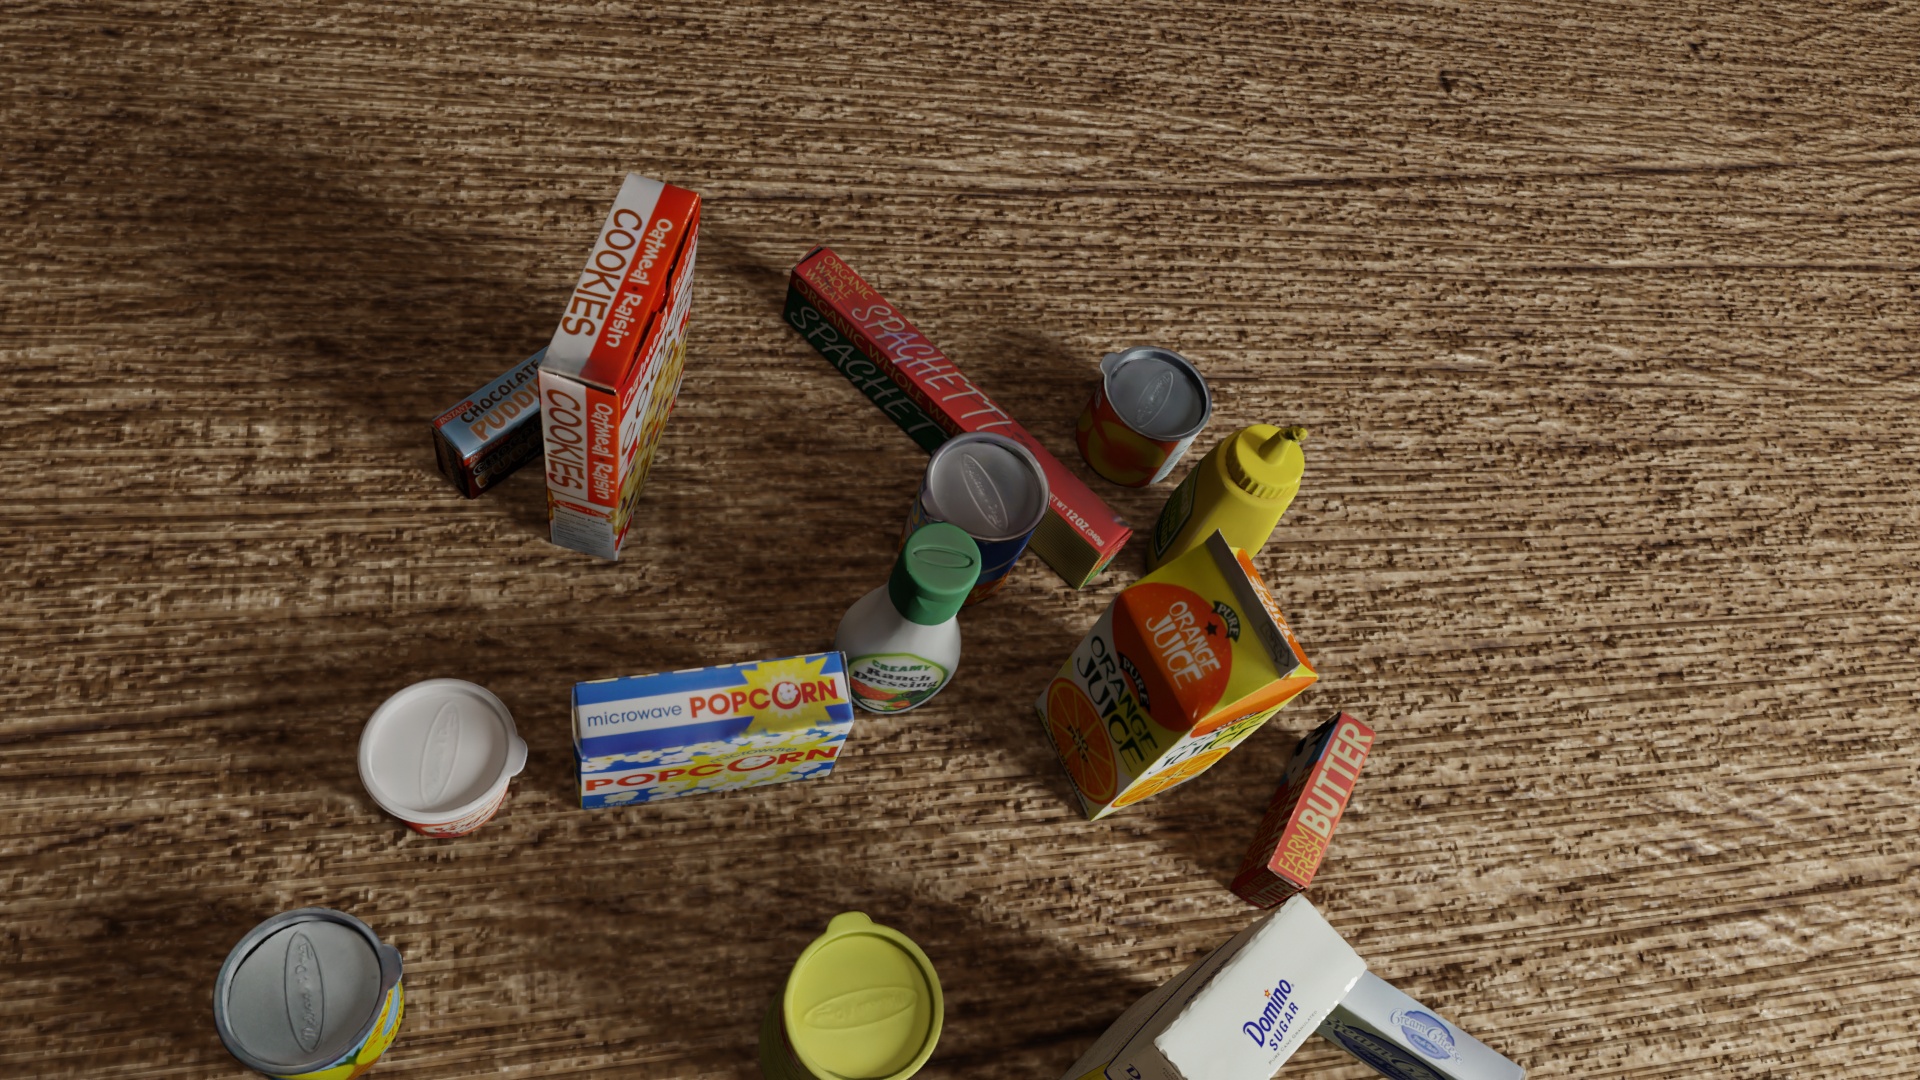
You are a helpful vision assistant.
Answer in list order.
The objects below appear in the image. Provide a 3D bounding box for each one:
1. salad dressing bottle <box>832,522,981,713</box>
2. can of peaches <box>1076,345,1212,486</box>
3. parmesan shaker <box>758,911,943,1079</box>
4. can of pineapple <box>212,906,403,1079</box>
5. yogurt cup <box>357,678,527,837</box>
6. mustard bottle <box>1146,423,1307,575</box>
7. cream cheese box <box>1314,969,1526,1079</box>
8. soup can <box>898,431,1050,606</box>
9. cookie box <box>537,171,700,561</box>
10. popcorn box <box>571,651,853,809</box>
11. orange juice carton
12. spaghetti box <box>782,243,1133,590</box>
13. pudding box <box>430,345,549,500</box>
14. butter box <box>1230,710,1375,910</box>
[{"bbox_3d":[-0.025,0.040,0.681,0.064,0.147,0.044,9,61,-10],"label":"salad dressing bottle"},{"bbox_3d":[0.106,-0.075,0.830,0.071,0.057,0.071,6,61,-11],"label":"can of peaches"},{"bbox_3d":[-0.051,0.210,0.609,0.071,0.102,0.071,6,61,-11],"label":"parmesan shaker"},{"bbox_3d":[-0.271,0.194,0.586,0.071,0.057,0.071,6,61,-11],"label":"can of pineapple"},{"bbox_3d":[-0.240,0.105,0.645,0.072,0.053,0.073,6,61,-11],"label":"yogurt cup"},{"bbox_3d":[0.148,-0.023,0.753,0.049,0.159,0.065,18,60,-5],"label":"mustard bottle"},{"bbox_3d":[0.218,0.247,0.688,0.104,0.053,0.024,32,60,3],"label":"cream cheese box"},{"bbox_3d":[0.003,-0.009,0.752,0.071,0.083,0.071,6,61,-11],"label":"soup can"},{"bbox_3d":[-0.170,-0.082,0.697,0.040,0.166,0.123,16,60,-6],"label":"cookie box"},{"bbox_3d":[-0.120,0.092,0.665,0.127,0.084,0.038,-6,64,-17],"label":"popcorn box"},{"bbox_3d":[0.106,0.066,0.675,0.073,0.191,0.072,-17,68,-22],"label":"orange juice carton"},{"bbox_3d":[-0.007,-0.072,0.803,0.250,0.050,0.029,43,61,10],"label":"spaghetti box"},{"bbox_3d":[-0.237,-0.064,0.739,0.030,0.049,0.084,44,61,10],"label":"pudding box"},{"bbox_3d":[0.181,0.143,0.735,0.024,0.053,0.104,33,59,4],"label":"butter box"}]
